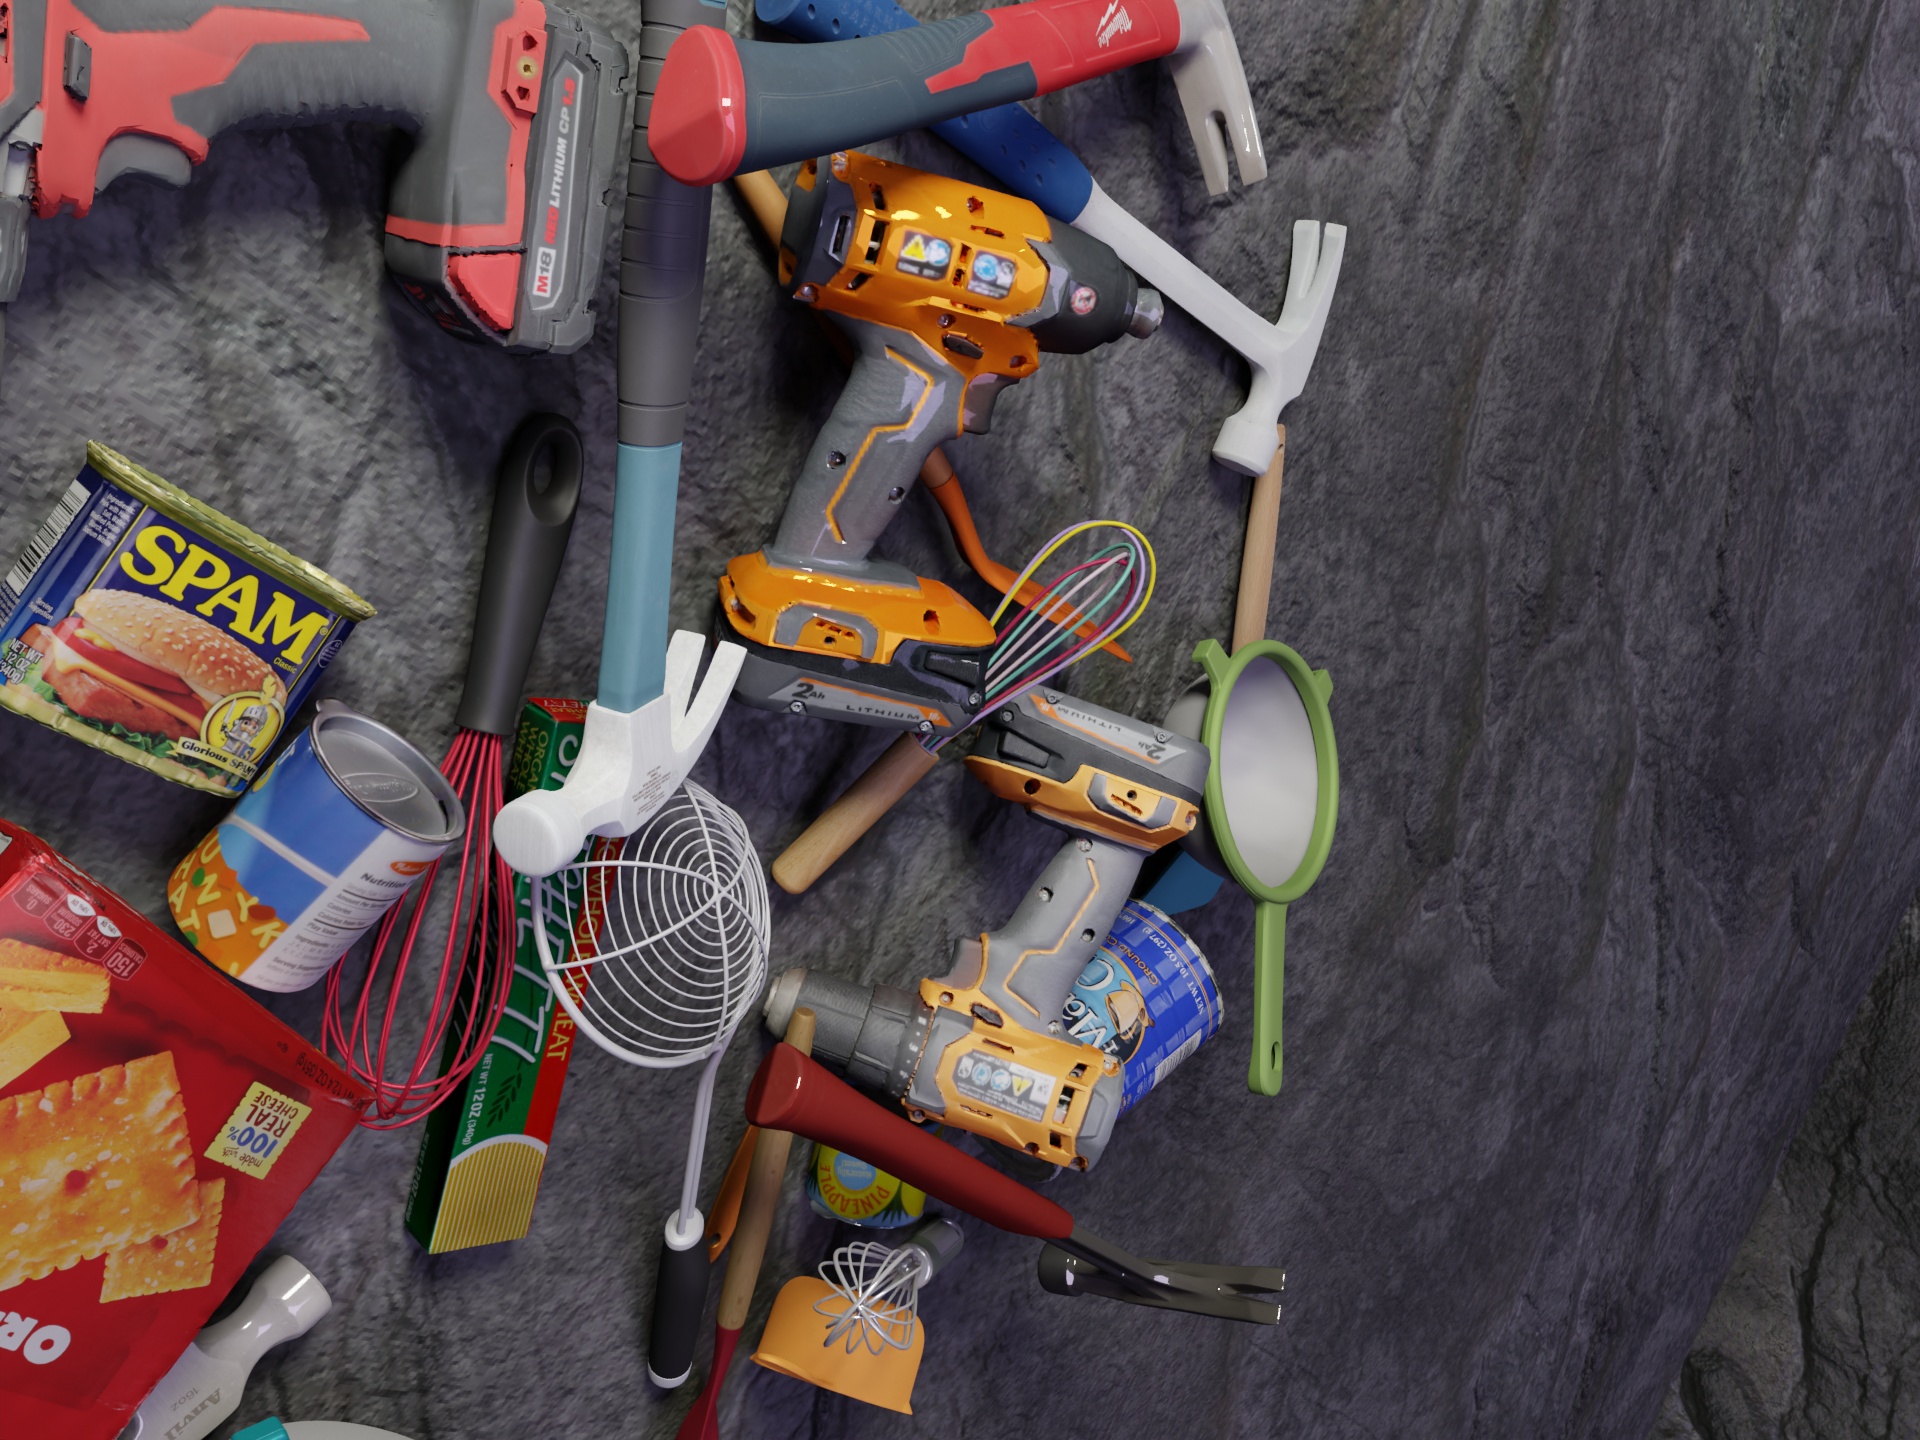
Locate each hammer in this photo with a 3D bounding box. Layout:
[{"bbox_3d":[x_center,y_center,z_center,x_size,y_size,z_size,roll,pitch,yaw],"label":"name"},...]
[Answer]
[{"bbox_3d":[0.021,-0.246,0.627,0.386,0.038,0.143,-41,115,-48],"label":"hammer"},{"bbox_3d":[0.065,-0.255,0.774,0.405,0.035,0.144,20,94,-46],"label":"hammer"},{"bbox_3d":[-0.343,0.145,0.551,0.130,0.031,0.331,-43,130,-39],"label":"hammer"},{"bbox_3d":[0.025,0.241,0.798,0.358,0.149,0.037,42,52,-43],"label":"hammer"},{"bbox_3d":[-0.110,-0.114,0.566,0.128,0.033,0.331,-39,142,-63],"label":"hammer"}]

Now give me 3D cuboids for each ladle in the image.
[{"bbox_3d":[-0.112,0.287,0.814,0.031,0.069,0.315,13,107,-5],"label":"ladle"}]

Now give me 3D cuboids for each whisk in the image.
[{"bbox_3d":[0.000,-0.001,0.764,0.245,0.051,0.047,-44,126,10],"label":"whisk"},{"bbox_3d":[-0.028,0.291,0.846,0.059,0.058,0.246,-49,166,-1],"label":"whisk"},{"bbox_3d":[-0.195,0.022,0.634,0.073,0.073,0.296,12,93,-46],"label":"whisk"}]

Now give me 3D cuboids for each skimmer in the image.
[{"bbox_3d":[-0.148,0.184,0.737,0.127,0.090,0.363,-50,158,-52],"label":"skimmer"}]

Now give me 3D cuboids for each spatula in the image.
[{"bbox_3d":[0.164,-0.024,0.980,0.082,0.044,0.317,-5,106,-41],"label":"spatula"},{"bbox_3d":[-0.014,-0.137,0.742,0.041,0.081,0.322,-38,127,-4],"label":"spatula"}]

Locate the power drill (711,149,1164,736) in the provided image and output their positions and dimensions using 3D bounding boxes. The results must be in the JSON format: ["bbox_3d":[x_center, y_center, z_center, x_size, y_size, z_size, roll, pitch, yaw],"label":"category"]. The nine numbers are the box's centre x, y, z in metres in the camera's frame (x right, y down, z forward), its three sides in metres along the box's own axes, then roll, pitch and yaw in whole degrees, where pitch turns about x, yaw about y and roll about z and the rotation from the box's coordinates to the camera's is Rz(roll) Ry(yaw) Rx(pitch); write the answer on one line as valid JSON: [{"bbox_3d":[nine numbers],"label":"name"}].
[{"bbox_3d":[-0.012,-0.112,0.683,0.164,0.084,0.226,9,111,-20],"label":"power drill"}]

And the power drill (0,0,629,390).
[{"bbox_3d":[-0.232,-0.167,0.503,0.226,0.080,0.188,0,107,-41],"label":"power drill"}]

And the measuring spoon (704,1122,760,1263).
[{"bbox_3d":[-0.116,0.233,0.833,0.021,0.011,0.117,11,103,-47],"label":"measuring spoon"}]

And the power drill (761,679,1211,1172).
[{"bbox_3d":[0.015,0.096,0.815,0.084,0.185,0.226,120,-11,-83],"label":"power drill"}]

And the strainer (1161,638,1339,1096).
[{"bbox_3d":[0.156,0.083,0.916,0.151,0.069,0.256,9,81,-50],"label":"strainer"}]

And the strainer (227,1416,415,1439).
[{"bbox_3d":[-0.261,0.402,0.706,0.211,0.095,0.340,-53,137,-9],"label":"strainer"}]

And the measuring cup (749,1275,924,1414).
[{"bbox_3d":[-0.070,0.320,0.832,0.173,0.095,0.052,70,35,-62],"label":"measuring cup"}]
